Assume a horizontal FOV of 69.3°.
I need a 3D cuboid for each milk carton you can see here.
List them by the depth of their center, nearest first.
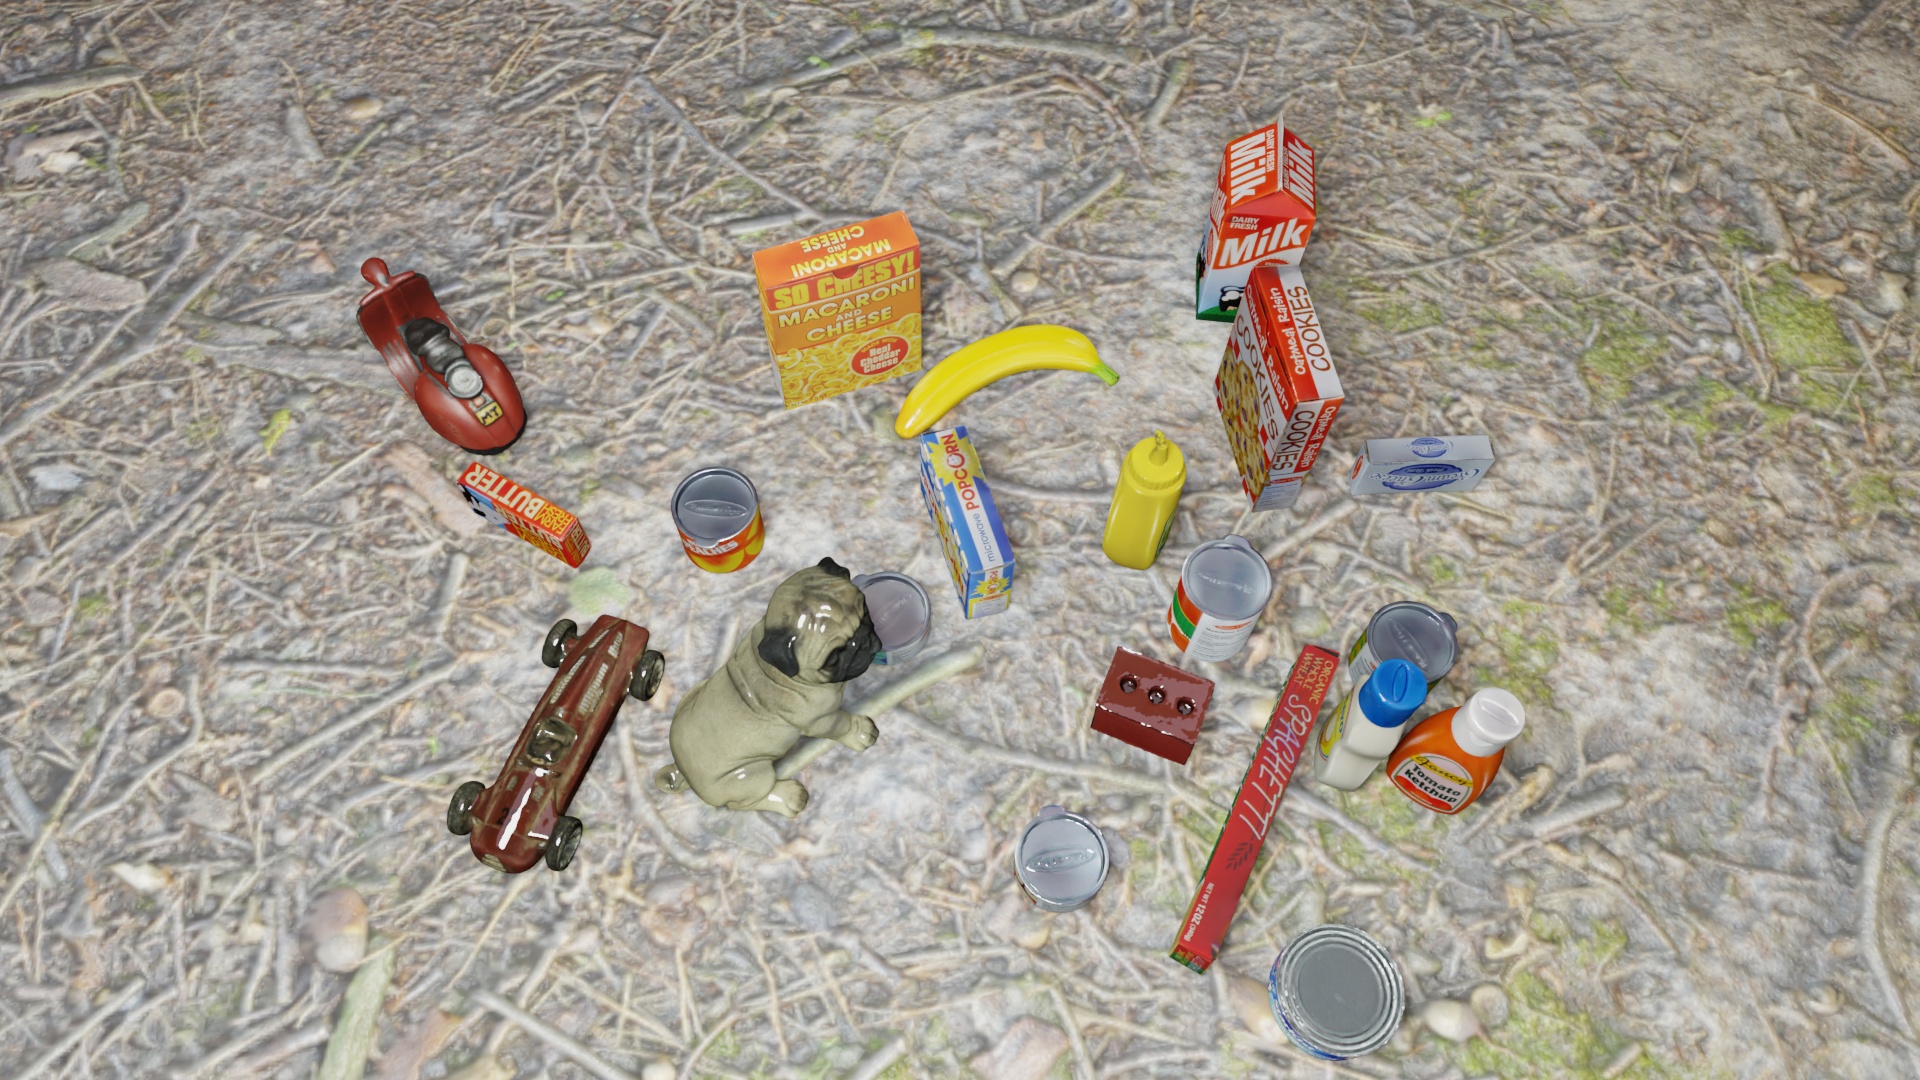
[{"bbox_3d":[0.245,-0.262,1.146,0.073,0.189,0.072,5,63,1],"label":"milk carton"}]

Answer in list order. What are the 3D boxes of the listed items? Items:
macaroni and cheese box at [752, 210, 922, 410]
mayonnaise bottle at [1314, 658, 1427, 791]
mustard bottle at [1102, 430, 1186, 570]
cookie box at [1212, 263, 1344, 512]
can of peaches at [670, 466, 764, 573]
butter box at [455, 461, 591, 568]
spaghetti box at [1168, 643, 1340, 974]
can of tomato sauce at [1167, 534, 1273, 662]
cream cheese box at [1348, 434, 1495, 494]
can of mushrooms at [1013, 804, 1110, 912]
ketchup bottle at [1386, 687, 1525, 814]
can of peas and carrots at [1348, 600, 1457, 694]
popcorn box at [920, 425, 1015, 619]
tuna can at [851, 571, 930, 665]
[{"bbox_3d":[-0.093,-0.180,1.109,0.124,0.165,0.040,-19,65,-10],"label":"macaroni and cheese box"},{"bbox_3d":[0.285,0.126,0.969,0.041,0.147,0.065,17,64,7],"label":"mayonnaise bottle"},{"bbox_3d":[0.141,-0.035,1.043,0.049,0.159,0.065,21,64,9],"label":"mustard bottle"},{"bbox_3d":[0.243,-0.116,1.083,0.040,0.166,0.123,-8,63,-5],"label":"cookie box"},{"bbox_3d":[-0.188,-0.013,1.082,0.071,0.057,0.071,1,63,-1],"label":"can of peaches"},{"bbox_3d":[-0.340,-0.020,1.084,0.103,0.053,0.024,27,66,12],"label":"butter box"},{"bbox_3d":[0.212,0.186,0.991,0.029,0.050,0.251,25,65,11],"label":"spaghetti box"},{"bbox_3d":[0.193,0.045,1.045,0.071,0.082,0.071,0,63,-1],"label":"can of tomato sauce"},{"bbox_3d":[0.371,-0.061,1.121,0.104,0.053,0.024,-2,63,-2],"label":"cream cheese box"},{"bbox_3d":[0.070,0.224,0.977,0.071,0.033,0.071,1,63,-1],"label":"can of mushrooms"},{"bbox_3d":[0.345,0.143,0.960,0.065,0.148,0.044,32,67,14],"label":"ketchup bottle"},{"bbox_3d":[0.332,0.085,1.041,0.071,0.058,0.071,1,63,-1],"label":"can of peas and carrots"},{"bbox_3d":[0.004,-0.013,1.071,0.038,0.085,0.127,-15,64,-9],"label":"popcorn box"},{"bbox_3d":[-0.057,0.058,1.061,0.071,0.032,0.071,1,63,-1],"label":"tuna can"}]
